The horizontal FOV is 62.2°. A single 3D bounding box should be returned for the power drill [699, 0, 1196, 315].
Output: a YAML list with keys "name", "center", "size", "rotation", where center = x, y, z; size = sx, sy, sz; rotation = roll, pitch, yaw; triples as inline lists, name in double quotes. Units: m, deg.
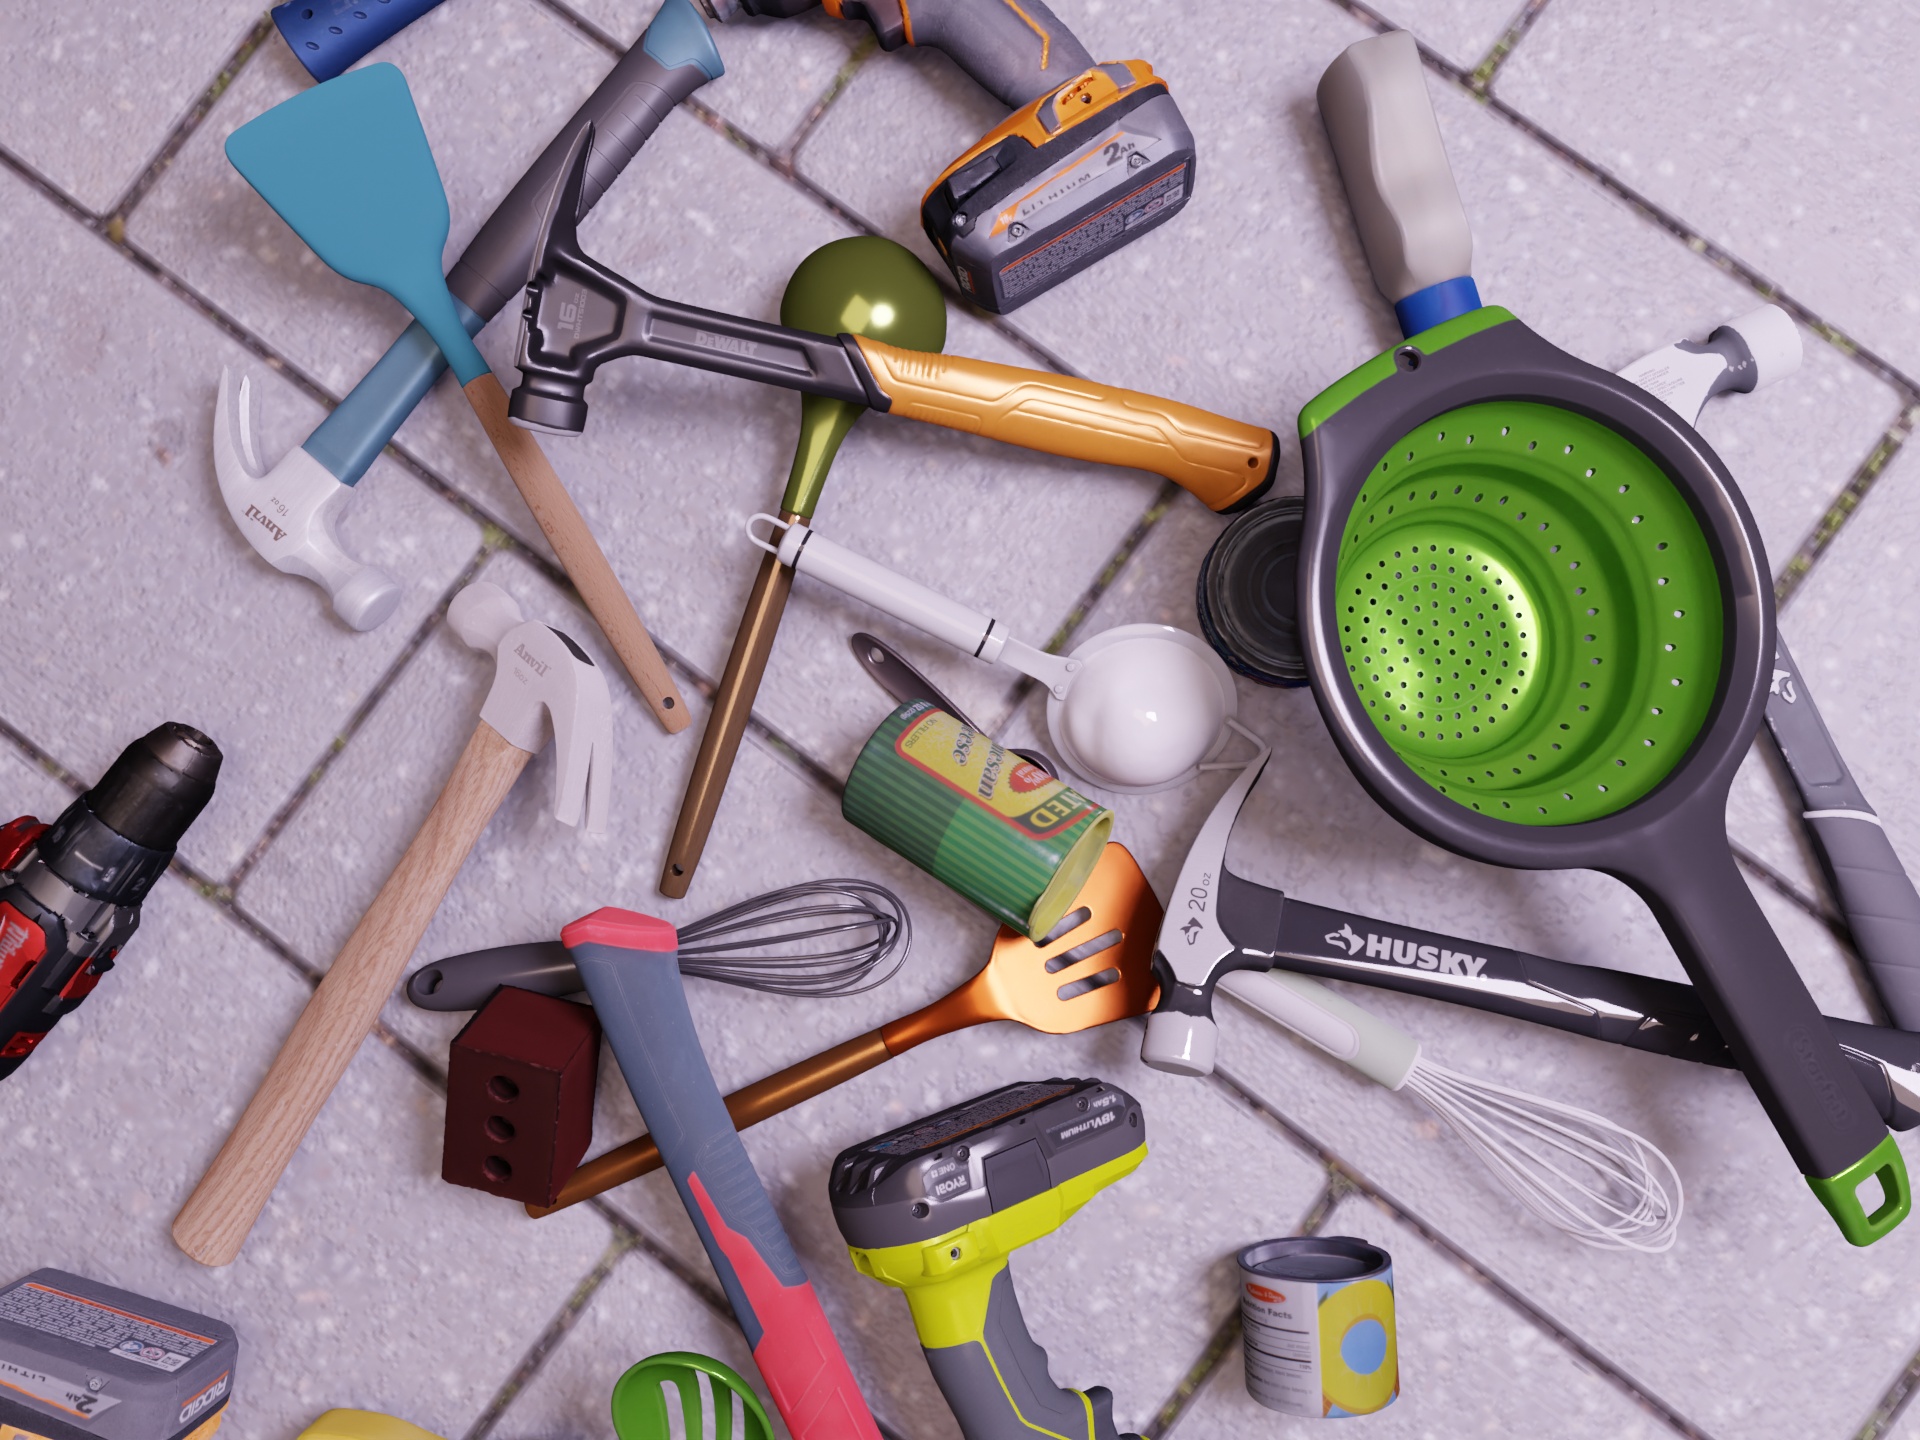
- name: "power drill"
  center: [-0.011, -0.306, 0.729]
  size: [0.164, 0.084, 0.226]
  rotation: [-30, 81, 2]

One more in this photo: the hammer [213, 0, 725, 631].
- name: "hammer"
  center: [-0.226, -0.208, 0.757]
  size: [0.128, 0.033, 0.331]
  rotation: [40, 89, 4]

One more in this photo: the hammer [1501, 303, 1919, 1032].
- name: "hammer"
  center: [0.378, 0.027, 0.706]
  size: [0.149, 0.036, 0.409]
  rotation: [-24, 86, 3]

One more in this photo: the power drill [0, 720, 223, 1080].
- name: "power drill"
  center: [-0.472, 0.032, 0.735]
  size: [0.227, 0.080, 0.188]
  rotation: [38, 89, 2]

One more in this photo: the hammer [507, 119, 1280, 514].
- name: "hammer"
  center: [-0.017, -0.154, 0.693]
  size: [0.336, 0.034, 0.127]
  rotation: [11, 100, -13]

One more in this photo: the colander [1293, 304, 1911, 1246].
- name: "colander"
  center: [0.259, 0.031, 0.658]
  size: [0.204, 0.094, 0.397]
  rotation: [-29, 89, -13]

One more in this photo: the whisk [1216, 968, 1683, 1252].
- name: "whisk"
  center: [0.204, 0.158, 0.703]
  size: [0.246, 0.059, 0.057]
  rotation: [30, 119, 9]

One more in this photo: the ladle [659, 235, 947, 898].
- name: "ladle"
  center: [-0.084, -0.070, 0.741]
  size: [0.078, 0.062, 0.320]
  rotation: [19, 94, -1]

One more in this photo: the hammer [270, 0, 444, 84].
- name: "hammer"
  center: [-0.147, -0.428, 0.764]
  size: [0.405, 0.035, 0.144]
  rotation: [-33, 85, 1]

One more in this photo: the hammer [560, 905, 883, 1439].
- name: "hammer"
  center: [-0.093, 0.265, 0.693]
  size: [0.143, 0.038, 0.386]
  rotation: [-25, 93, 3]

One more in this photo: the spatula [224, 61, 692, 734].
- name: "spatula"
  center: [-0.207, -0.132, 0.718]
  size: [0.082, 0.044, 0.317]
  rotation: [-31, 97, -11]

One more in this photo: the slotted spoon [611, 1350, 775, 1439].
- name: "slotted spoon"
  center: [-0.107, 0.402, 0.676]
  size: [0.070, 0.031, 0.313]
  rotation: [2, 103, 12]

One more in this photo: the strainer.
- name: "strainer"
  center: [0.021, -0.029, 0.707]
  size: [0.258, 0.050, 0.086]
  rotation: [26, 115, -3]

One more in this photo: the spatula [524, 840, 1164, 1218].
- name: "spatula"
  center: [-0.053, 0.157, 0.729]
  size: [0.322, 0.041, 0.081]
  rotation: [-26, 84, 5]

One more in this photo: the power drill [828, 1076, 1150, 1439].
- name: "power drill"
  center: [0.042, 0.273, 0.672]
  size: [0.171, 0.080, 0.223]
  rotation: [-14, 86, -30]

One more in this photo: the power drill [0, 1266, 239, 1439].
- name: "power drill"
  center: [-0.435, 0.370, 0.711]
  size: [0.185, 0.084, 0.226]
  rotation: [15, 92, 5]

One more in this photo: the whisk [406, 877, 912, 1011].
- name: "whisk"
  center: [-0.140, 0.110, 0.727]
  size: [0.239, 0.055, 0.055]
  rotation: [-9, 86, 7]

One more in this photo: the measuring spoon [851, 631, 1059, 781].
- name: "measuring spoon"
  center: [-0.001, -0.002, 0.739]
  size: [0.124, 0.018, 0.034]
  rotation: [41, 131, 10]

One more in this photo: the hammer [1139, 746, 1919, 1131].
- name: "hammer"
  center: [0.253, 0.111, 0.682]
  size: [0.335, 0.035, 0.146]
  rotation: [12, 69, 5]

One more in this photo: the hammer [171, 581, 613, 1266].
- name: "hammer"
  center: [-0.262, 0.105, 0.723]
  size: [0.130, 0.031, 0.331]
  rotation: [34, 94, 33]
